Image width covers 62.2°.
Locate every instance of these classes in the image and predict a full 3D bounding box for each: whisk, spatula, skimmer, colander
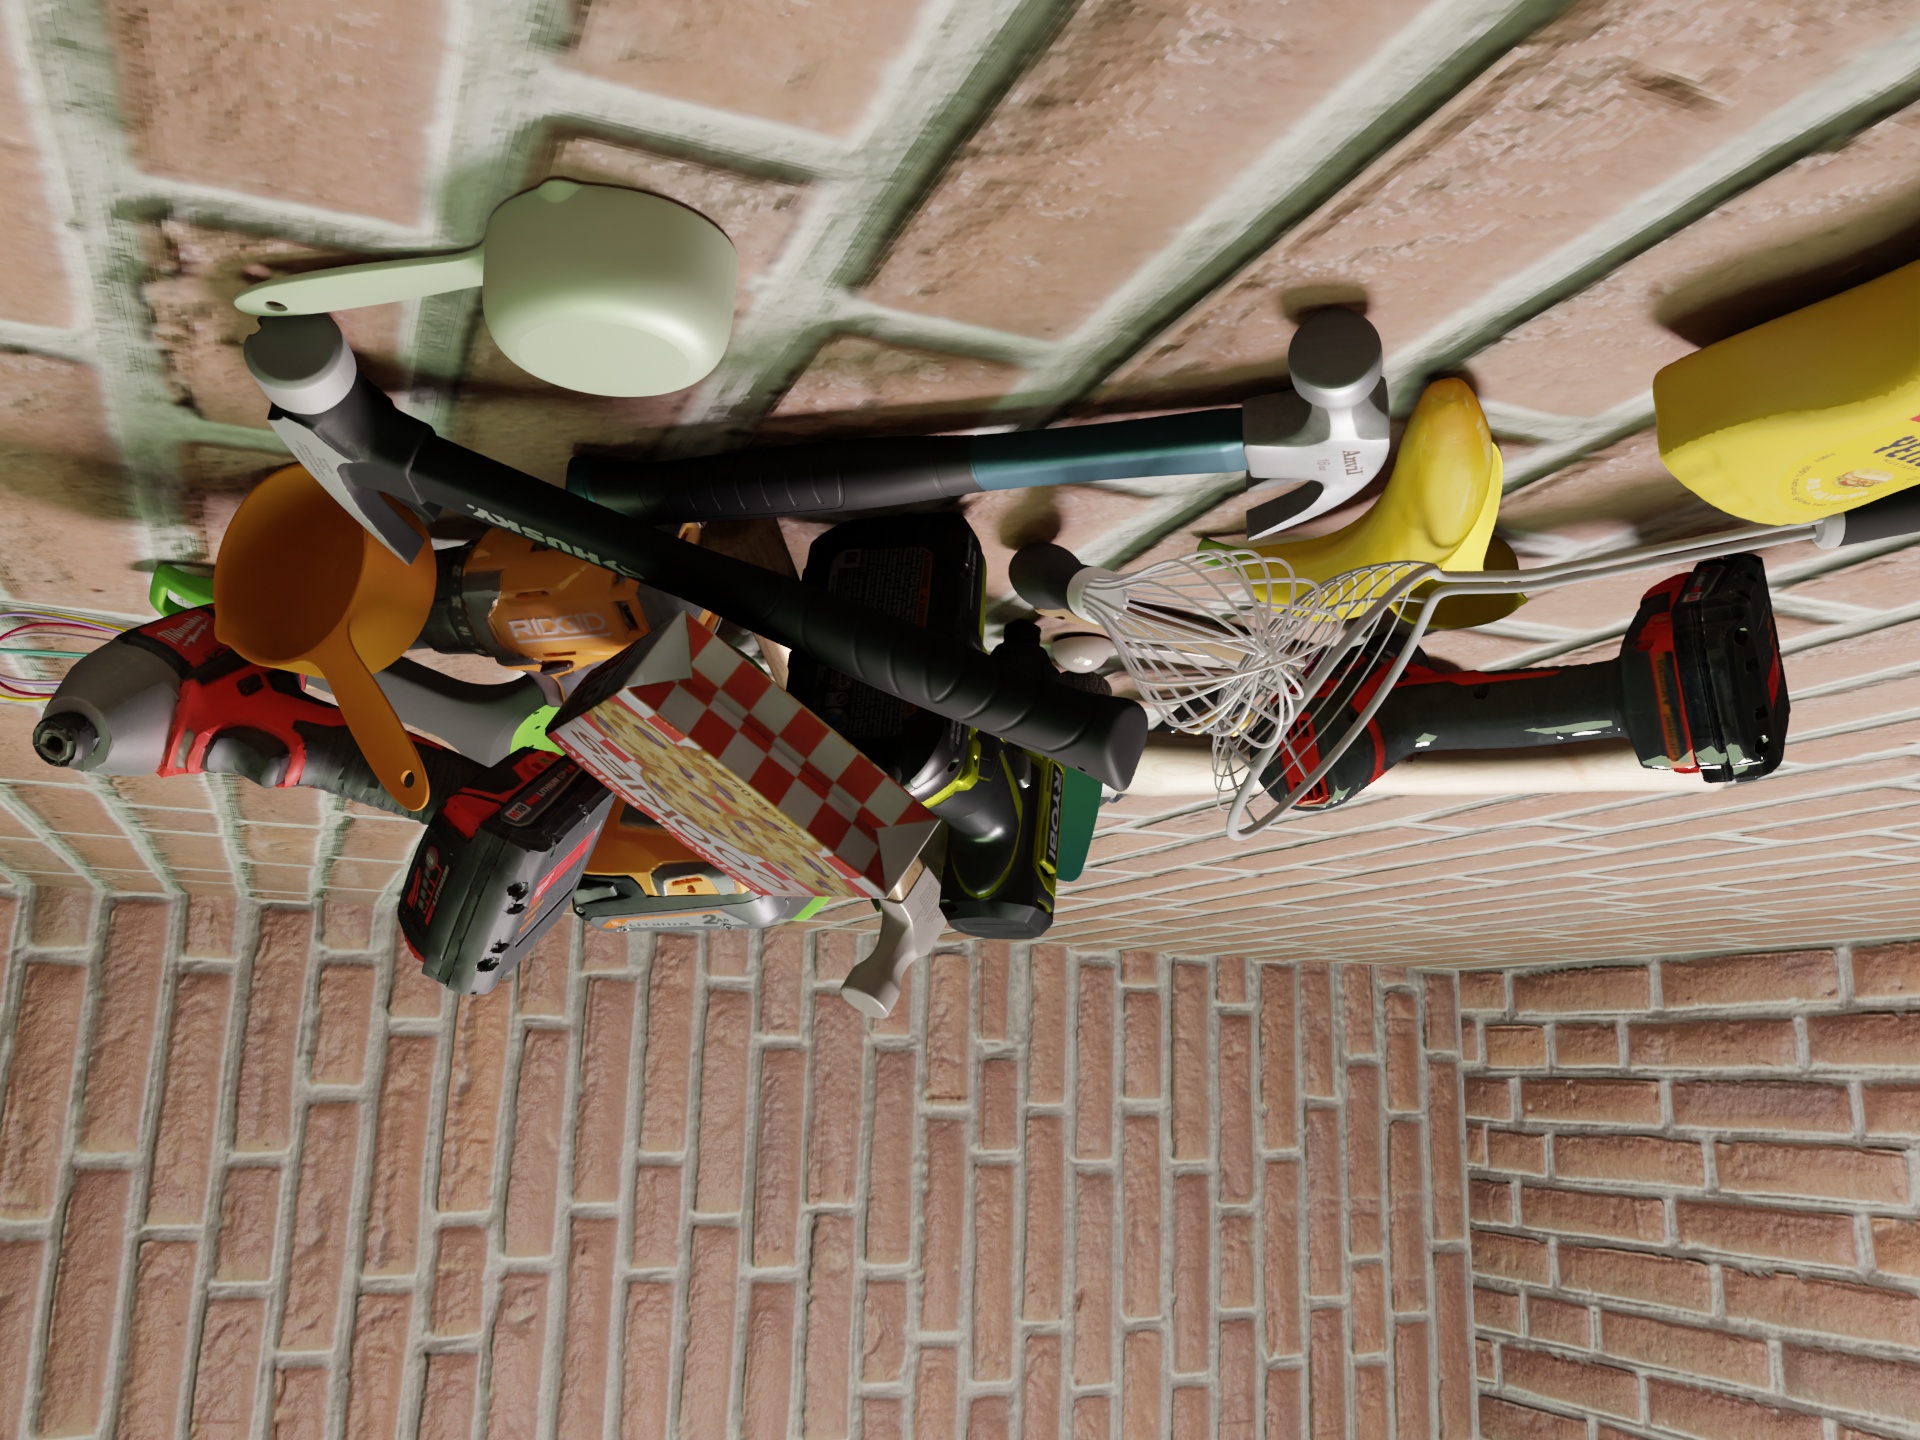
[{"bbox_3d":[-0.453,-0.031,0.943,0.245,0.047,0.051,4,166,-25],"label":"whisk"},{"bbox_3d":[0.063,-0.045,0.623,0.070,0.070,0.285,5,-170,-15],"label":"whisk"},{"bbox_3d":[-0.031,0.032,1.002,0.044,0.082,0.318,12,179,-35],"label":"spatula"},{"bbox_3d":[0.270,-0.034,0.594,0.363,0.090,0.127,-12,159,8],"label":"skimmer"},{"bbox_3d":[-0.235,-0.016,0.889,0.397,0.095,0.204,24,133,-15],"label":"colander"}]

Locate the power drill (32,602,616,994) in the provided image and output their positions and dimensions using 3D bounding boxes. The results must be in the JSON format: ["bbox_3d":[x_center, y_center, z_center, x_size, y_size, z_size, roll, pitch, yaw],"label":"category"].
[{"bbox_3d":[-0.274,0.024,0.690,0.219,0.078,0.143,26,-162,0],"label":"power drill"}]

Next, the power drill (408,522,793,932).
[{"bbox_3d":[-0.184,0.003,0.780,0.185,0.084,0.226,-3,130,16],"label":"power drill"}]

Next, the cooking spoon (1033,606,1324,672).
[{"bbox_3d":[0.170,-0.038,0.888,0.318,0.017,0.069,10,173,-34],"label":"cooking spoon"}]

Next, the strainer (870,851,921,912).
[{"bbox_3d":[0.019,0.072,1.114,0.151,0.069,0.256,-37,165,6],"label":"strainer"}]

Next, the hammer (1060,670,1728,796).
[{"bbox_3d":[0.255,0.036,0.965,0.410,0.038,0.146,0,129,-1],"label":"hammer"}]

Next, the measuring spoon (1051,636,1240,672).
[{"bbox_3d":[0.112,-0.033,0.920,0.124,0.018,0.034,5,167,-18],"label":"measuring spoon"}]

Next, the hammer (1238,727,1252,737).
[{"bbox_3d":[0.051,0.003,1.052,0.336,0.034,0.127,14,163,-43],"label":"hammer"}]

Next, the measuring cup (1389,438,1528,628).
[{"bbox_3d":[0.215,-0.086,0.680,0.062,0.029,0.156,0,156,13],"label":"measuring cup"}]

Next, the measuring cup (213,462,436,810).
[{"bbox_3d":[-0.245,-0.029,0.665,0.095,0.174,0.052,-41,158,13],"label":"measuring cup"}]

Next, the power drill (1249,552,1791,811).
[{"bbox_3d":[0.268,-0.018,0.769,0.227,0.080,0.188,-9,-169,32],"label":"power drill"}]

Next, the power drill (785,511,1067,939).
[{"bbox_3d":[-0.001,-0.002,0.771,0.080,0.171,0.223,-1,159,19],"label":"power drill"}]

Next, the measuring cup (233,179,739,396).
[{"bbox_3d":[-0.151,-0.124,0.492,0.167,0.038,0.083,-3,167,11],"label":"measuring cup"}]

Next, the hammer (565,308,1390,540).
[{"bbox_3d":[-0.006,-0.098,0.610,0.331,0.033,0.128,-2,166,17],"label":"hammer"}]

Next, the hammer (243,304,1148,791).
[{"bbox_3d":[-0.087,-0.048,0.589,0.335,0.035,0.146,22,163,0],"label":"hammer"}]

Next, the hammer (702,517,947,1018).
[{"bbox_3d":[-0.057,0.015,0.801,0.031,0.130,0.331,16,147,28],"label":"hammer"}]
